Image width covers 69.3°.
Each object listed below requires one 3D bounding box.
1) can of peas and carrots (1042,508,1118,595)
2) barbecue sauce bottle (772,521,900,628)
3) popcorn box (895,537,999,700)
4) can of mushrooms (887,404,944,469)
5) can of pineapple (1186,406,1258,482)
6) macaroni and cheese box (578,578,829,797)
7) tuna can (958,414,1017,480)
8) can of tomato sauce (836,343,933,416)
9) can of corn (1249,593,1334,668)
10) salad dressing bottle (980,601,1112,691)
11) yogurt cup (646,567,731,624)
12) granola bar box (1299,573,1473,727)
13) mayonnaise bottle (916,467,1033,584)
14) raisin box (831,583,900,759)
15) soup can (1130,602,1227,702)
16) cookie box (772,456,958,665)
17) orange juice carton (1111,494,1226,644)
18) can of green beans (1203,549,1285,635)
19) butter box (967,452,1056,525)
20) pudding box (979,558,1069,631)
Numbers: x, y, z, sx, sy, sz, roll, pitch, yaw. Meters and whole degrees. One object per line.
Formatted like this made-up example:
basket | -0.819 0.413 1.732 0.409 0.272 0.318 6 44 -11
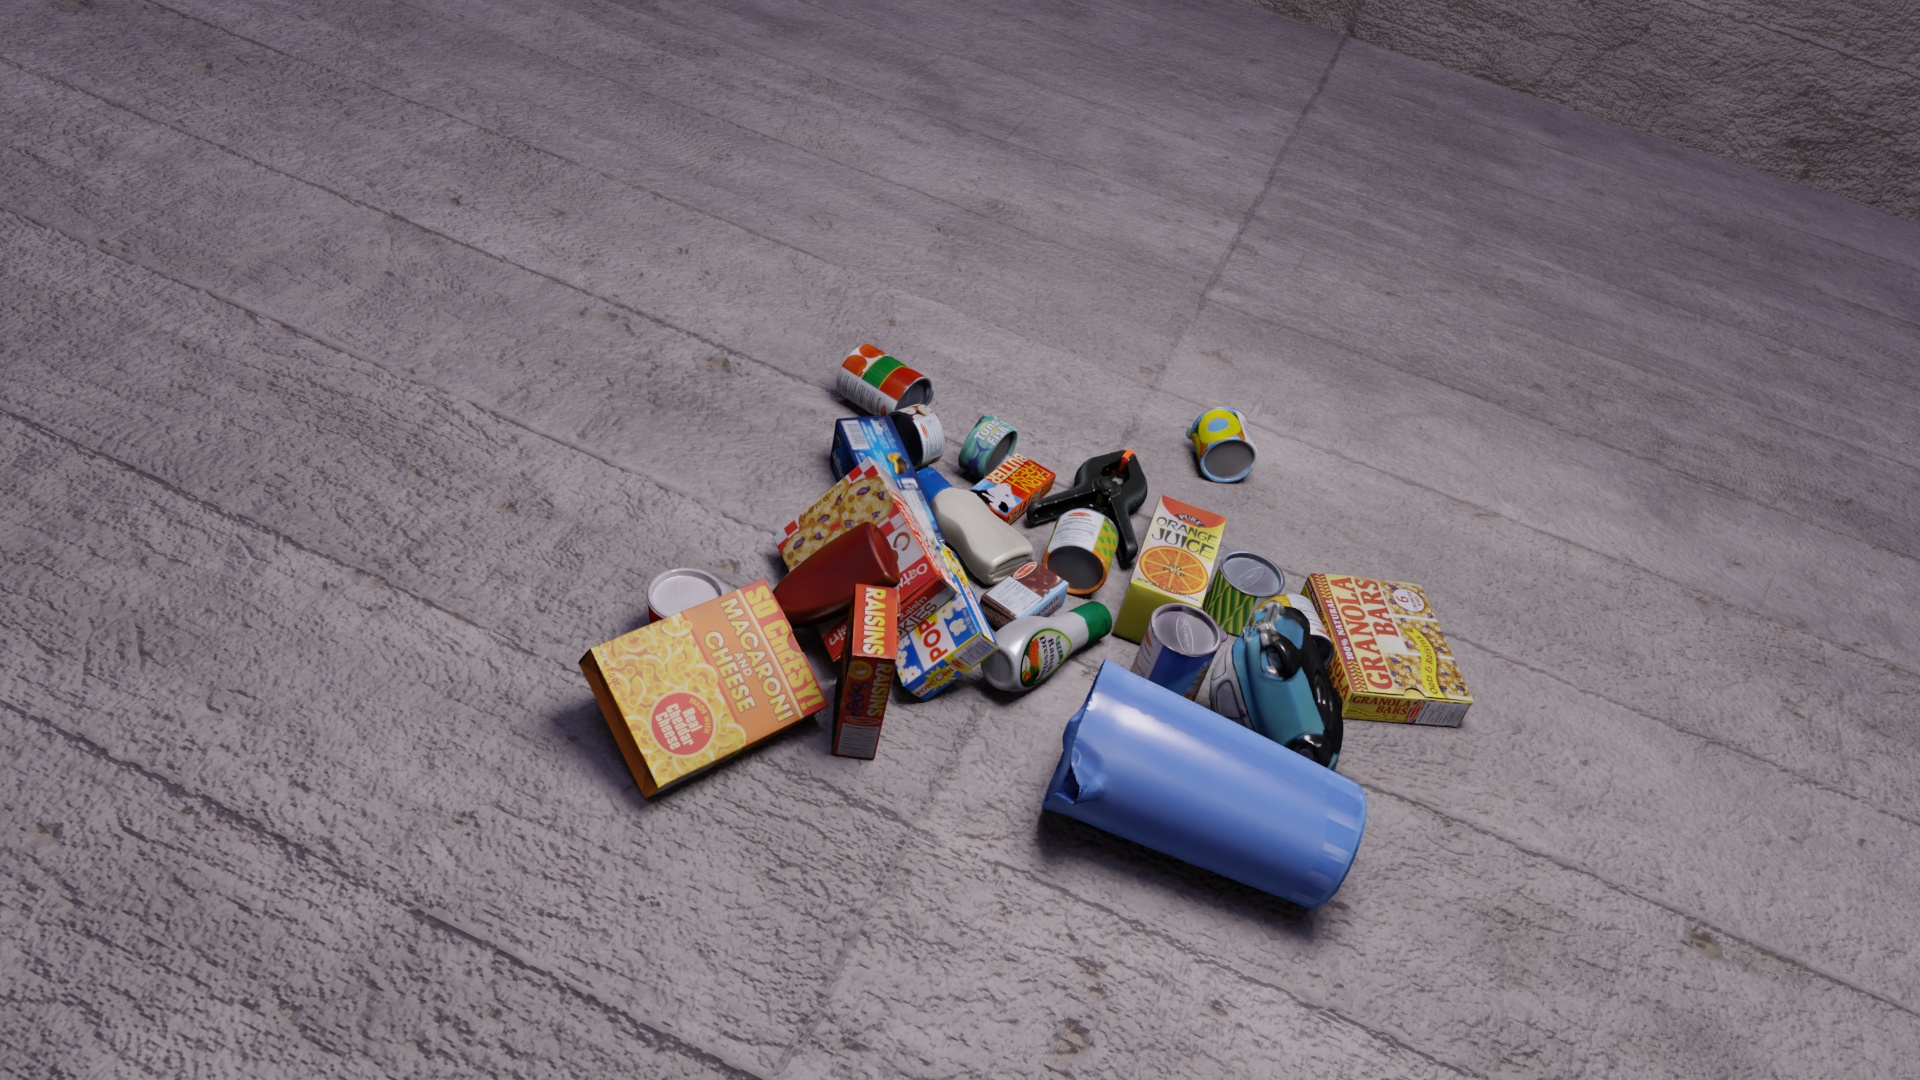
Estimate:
can of peas and carrots | 0.119 0.013 1.371 0.071 0.070 0.059 19 40 5
barbecue sauce bottle | -0.127 0.044 1.212 0.148 0.043 0.065 -30 58 14
popcorn box | -0.027 0.070 1.245 0.038 0.085 0.127 41 17 -45
can of mushrooms | -0.050 -0.109 1.461 0.033 0.070 0.071 -23 52 -36
can of pineapple | 0.295 -0.107 1.561 0.071 0.070 0.058 6 41 -10
macaroni and cheese box | -0.206 0.117 1.132 0.167 0.040 0.124 -23 81 -36
tuna can | 0.030 -0.099 1.468 0.033 0.070 0.071 32 43 18
can of tomato sauce | -0.082 -0.169 1.520 0.083 0.070 0.071 33 43 22
can of corn | 0.315 0.095 1.334 0.071 0.070 0.058 2 40 -14
salad dressing bottle | 0.082 0.092 1.272 0.044 0.064 0.148 17 26 39
yogurt cup | -0.240 0.065 1.211 0.072 0.053 0.073 8 40 -7
granola bar box | 0.416 0.105 1.370 0.124 0.038 0.166 6 40 -10
mayonnaise bottle | 0.005 -0.017 1.391 0.065 0.041 0.148 -19 49 -35
raisin box | -0.079 0.109 1.153 0.040 0.122 0.086 8 40 -7
soup can | 0.196 0.110 1.265 0.071 0.083 0.072 8 41 -7
cookie box | -0.090 0.021 1.261 0.040 0.123 0.168 40 14 -49
orange juice carton | 0.213 0.022 1.381 0.072 0.072 0.194 20 40 7
can of green beans | 0.280 0.052 1.376 0.071 0.057 0.071 8 40 -7
butter box | 0.052 -0.052 1.456 0.053 0.024 0.104 30 42 19
pudding box | 0.060 0.057 1.328 0.050 0.030 0.084 33 43 22
